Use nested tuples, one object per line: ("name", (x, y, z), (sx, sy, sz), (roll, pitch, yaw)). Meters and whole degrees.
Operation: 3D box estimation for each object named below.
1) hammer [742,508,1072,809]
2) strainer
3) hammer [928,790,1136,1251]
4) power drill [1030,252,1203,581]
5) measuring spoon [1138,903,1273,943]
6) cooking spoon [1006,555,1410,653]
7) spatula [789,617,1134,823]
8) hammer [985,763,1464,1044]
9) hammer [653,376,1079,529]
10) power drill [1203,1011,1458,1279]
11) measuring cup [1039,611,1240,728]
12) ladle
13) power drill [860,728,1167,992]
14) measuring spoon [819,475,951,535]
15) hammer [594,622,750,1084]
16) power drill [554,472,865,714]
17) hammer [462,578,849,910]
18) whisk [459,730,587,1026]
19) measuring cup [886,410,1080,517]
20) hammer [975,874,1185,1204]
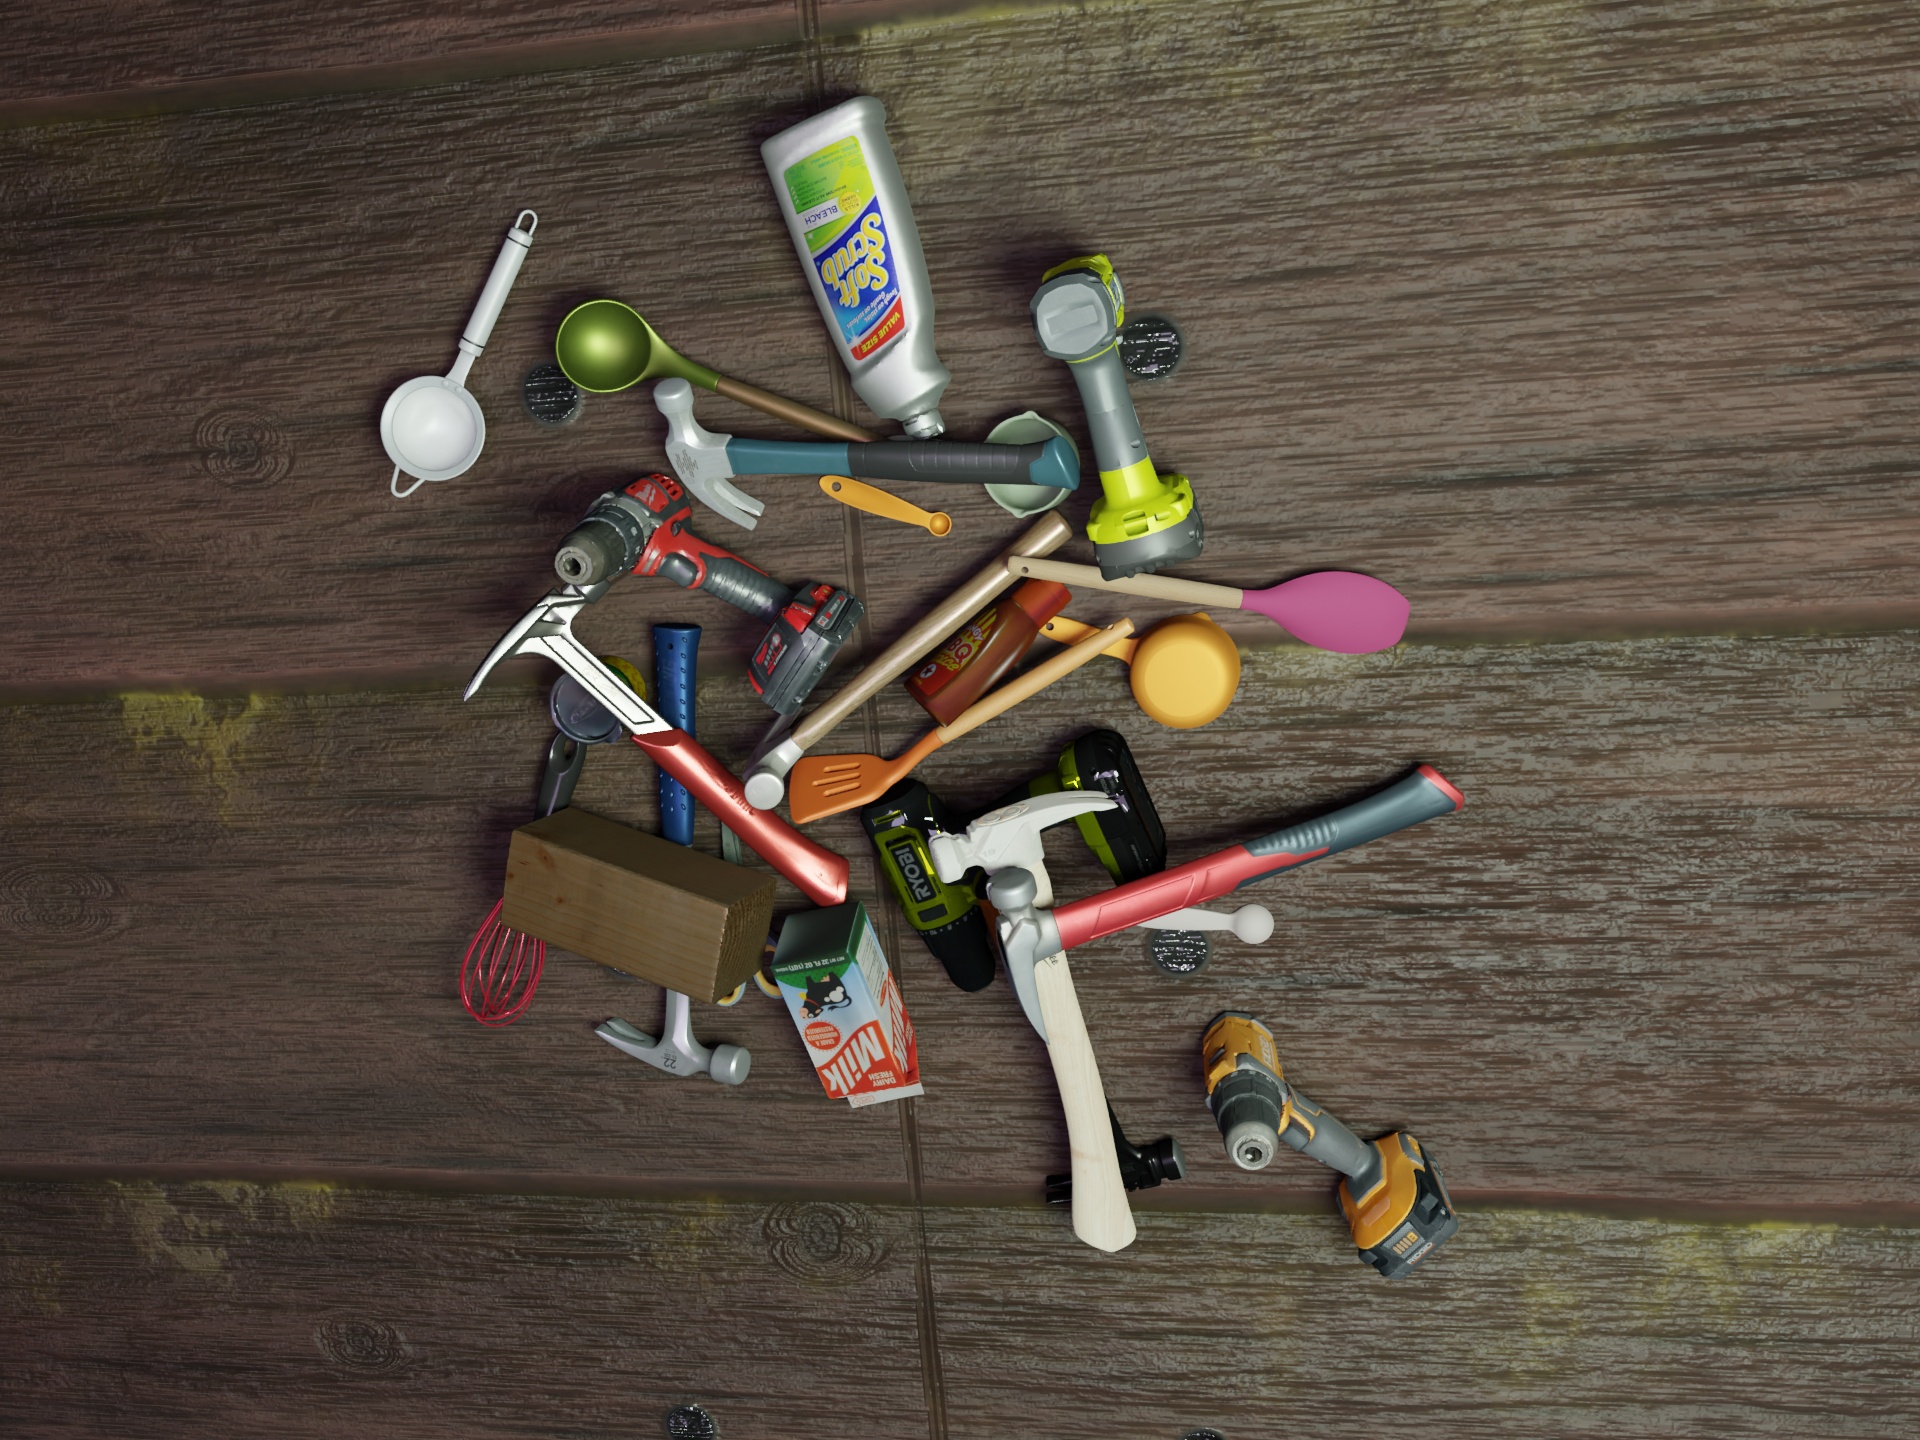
("hammer", (-0.045, -0.056, 1.286), (0.331, 0.130, 0.031), (-39, 106, 6))
("strainer", (-0.406, -0.302, 1.316), (0.087, 0.050, 0.258), (28, 102, -4))
("hammer", (0.094, 0.253, 1.285), (0.146, 0.038, 0.410), (-18, 111, -8))
("power drill", (0.115, -0.231, 1.183), (0.080, 0.171, 0.223), (-14, 110, 15))
("measuring spoon", (0.200, 0.170, 1.337), (0.124, 0.018, 0.034), (3, 105, 10))
("cooking spoon", (0.194, -0.098, 1.244), (0.319, 0.017, 0.068), (8, 119, -2))
("spatula", (-0.002, -0.004, 1.298), (0.322, 0.081, 0.041), (-31, 125, 20))
("hammer", (0.216, 0.128, 1.240), (0.386, 0.038, 0.143), (-18, 112, -10))
("hammer", (-0.072, -0.204, 1.241), (0.331, 0.033, 0.128), (4, 136, 15))
("power drill", (0.290, 0.349, 1.283), (0.226, 0.185, 0.084), (39, 106, -5))
("measuring cup", (0.139, -0.050, 1.274), (0.173, 0.052, 0.095), (18, 107, 5))
("ladle", (-0.173, -0.257, 1.268), (0.320, 0.062, 0.078), (22, 116, 6))
("power drill", (0.051, 0.118, 1.322), (0.228, 0.080, 0.190), (-21, 104, 17))
("measuring spoon", (-0.061, -0.177, 1.302), (0.117, 0.011, 0.021), (21, 106, 8))
("hammer", (-0.253, 0.117, 1.389), (0.144, 0.035, 0.405), (6, 103, 20))
("power drill", (-0.202, -0.103, 1.256), (0.226, 0.188, 0.080), (34, 114, -4))
("hammer", (-0.233, 0.042, 1.323), (0.149, 0.037, 0.358), (-47, 108, -6))
("whisk", (-0.385, 0.140, 1.418), (0.073, 0.073, 0.296), (20, 101, 5))
("measuring cup", (0.017, -0.210, 1.271), (0.168, 0.038, 0.083), (12, 105, 24))
("hammer", (0.079, 0.270, 1.337), (0.127, 0.034, 0.336), (-17, 114, 14))
